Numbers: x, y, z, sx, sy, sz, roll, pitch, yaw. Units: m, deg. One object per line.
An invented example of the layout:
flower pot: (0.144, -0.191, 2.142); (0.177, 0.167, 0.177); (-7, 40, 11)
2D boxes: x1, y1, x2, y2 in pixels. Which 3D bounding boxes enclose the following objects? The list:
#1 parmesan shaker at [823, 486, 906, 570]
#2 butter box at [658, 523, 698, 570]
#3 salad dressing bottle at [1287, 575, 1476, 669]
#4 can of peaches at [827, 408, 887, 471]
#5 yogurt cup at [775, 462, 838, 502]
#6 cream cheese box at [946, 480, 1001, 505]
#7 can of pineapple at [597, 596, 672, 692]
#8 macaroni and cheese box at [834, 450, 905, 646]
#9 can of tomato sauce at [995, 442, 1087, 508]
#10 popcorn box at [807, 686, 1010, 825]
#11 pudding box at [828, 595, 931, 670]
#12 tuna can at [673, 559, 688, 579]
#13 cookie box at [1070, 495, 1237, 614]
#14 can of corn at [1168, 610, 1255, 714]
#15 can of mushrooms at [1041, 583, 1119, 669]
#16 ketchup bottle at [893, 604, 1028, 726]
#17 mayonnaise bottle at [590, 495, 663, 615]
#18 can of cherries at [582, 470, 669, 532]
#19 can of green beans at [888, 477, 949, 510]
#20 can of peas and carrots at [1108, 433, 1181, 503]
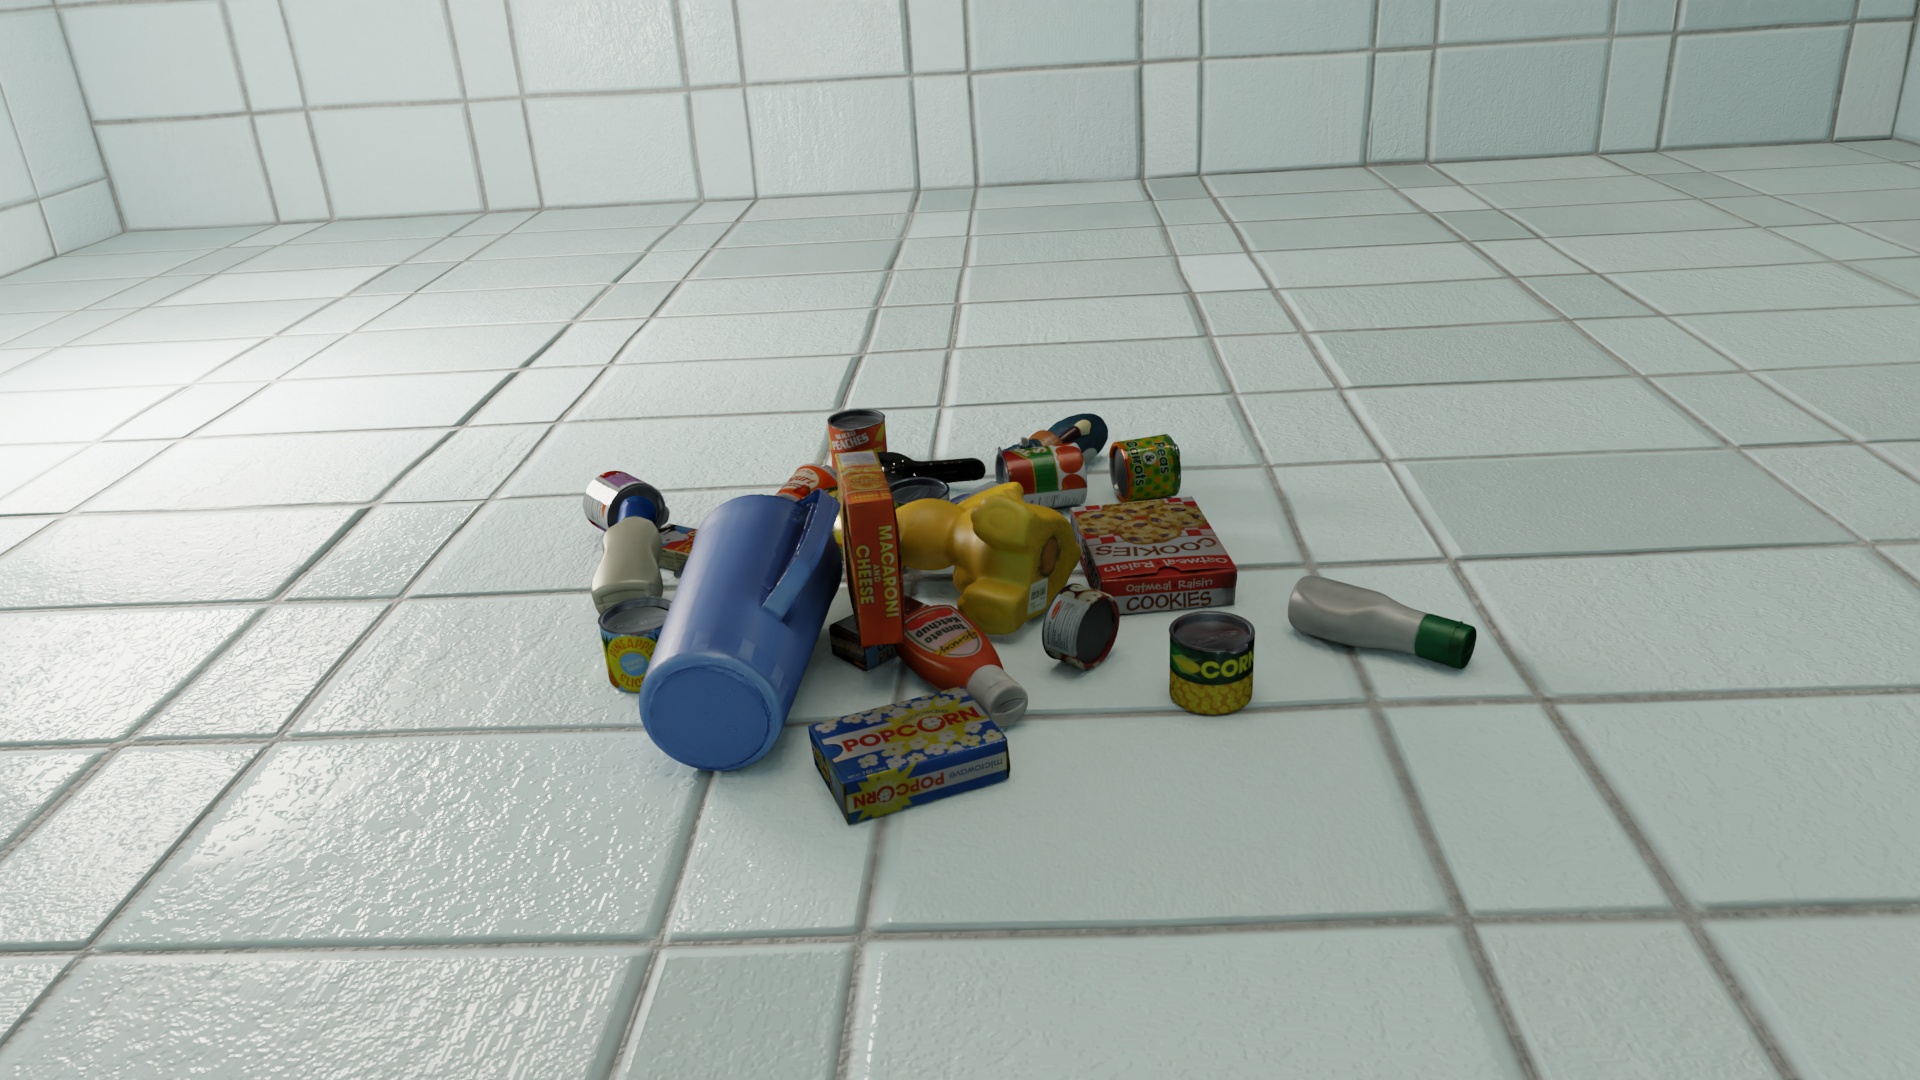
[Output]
parmesan shaker: (-0.101, -0.006, 1.348); (0.071, 0.071, 0.103); (-20, 29, -32)
butter box: (-0.266, 0.010, 1.381); (0.103, 0.024, 0.053); (11, 29, 29)
salad dressing bottle: (0.347, 0.068, 1.146); (0.148, 0.043, 0.064); (17, 29, 35)
can of peaches: (-0.118, -0.112, 1.588); (0.071, 0.057, 0.071); (-3, 25, 1)
yogurt cup: (-0.158, -0.038, 1.427); (0.072, 0.072, 0.054); (11, 36, 29)
cream cheese box: (0.005, -0.017, 1.368); (0.024, 0.053, 0.104); (21, 34, 39)
can of pineapple: (-0.268, 0.088, 1.169); (0.071, 0.057, 0.071); (-3, 24, 2)
macaroni and cheese box: (-0.077, 0.002, 1.170); (0.040, 0.123, 0.167); (-6, 17, -7)
can of tomato sauce: (0.083, -0.067, 1.447); (0.083, 0.071, 0.071); (-8, 25, -10)
popcorn box: (-0.038, 0.155, 1.016); (0.127, 0.038, 0.085); (-12, 27, -19)
pudding box: (-0.065, 0.078, 1.198); (0.084, 0.030, 0.050); (-24, 30, -38)
tuna can: (-0.232, 0.039, 1.303); (0.071, 0.032, 0.071); (-3, 24, 1)
cookie box: (0.176, 0.011, 1.297); (0.123, 0.040, 0.168); (-5, 25, -3)
can of corn: (0.198, 0.096, 1.086); (0.071, 0.058, 0.071); (-3, 24, 1)
can of mushrooms: (0.101, 0.071, 1.148); (0.033, 0.070, 0.071); (17, 31, 38)
ketchup bottle: (0.003, 0.101, 1.121); (0.065, 0.043, 0.149); (-21, 29, -21)
mayonnaise bottle: (-0.314, 0.012, 1.330); (0.065, 0.041, 0.149); (-9, 36, -1)
can of cherries: (-0.348, -0.034, 1.444); (0.072, 0.071, 0.058); (-22, 29, -35)
can of green beans: (-0.042, -0.024, 1.385); (0.071, 0.057, 0.071); (-3, 25, 1)
can of peas and carrots: (0.193, -0.076, 1.451); (0.059, 0.070, 0.071); (-9, 25, -10)
